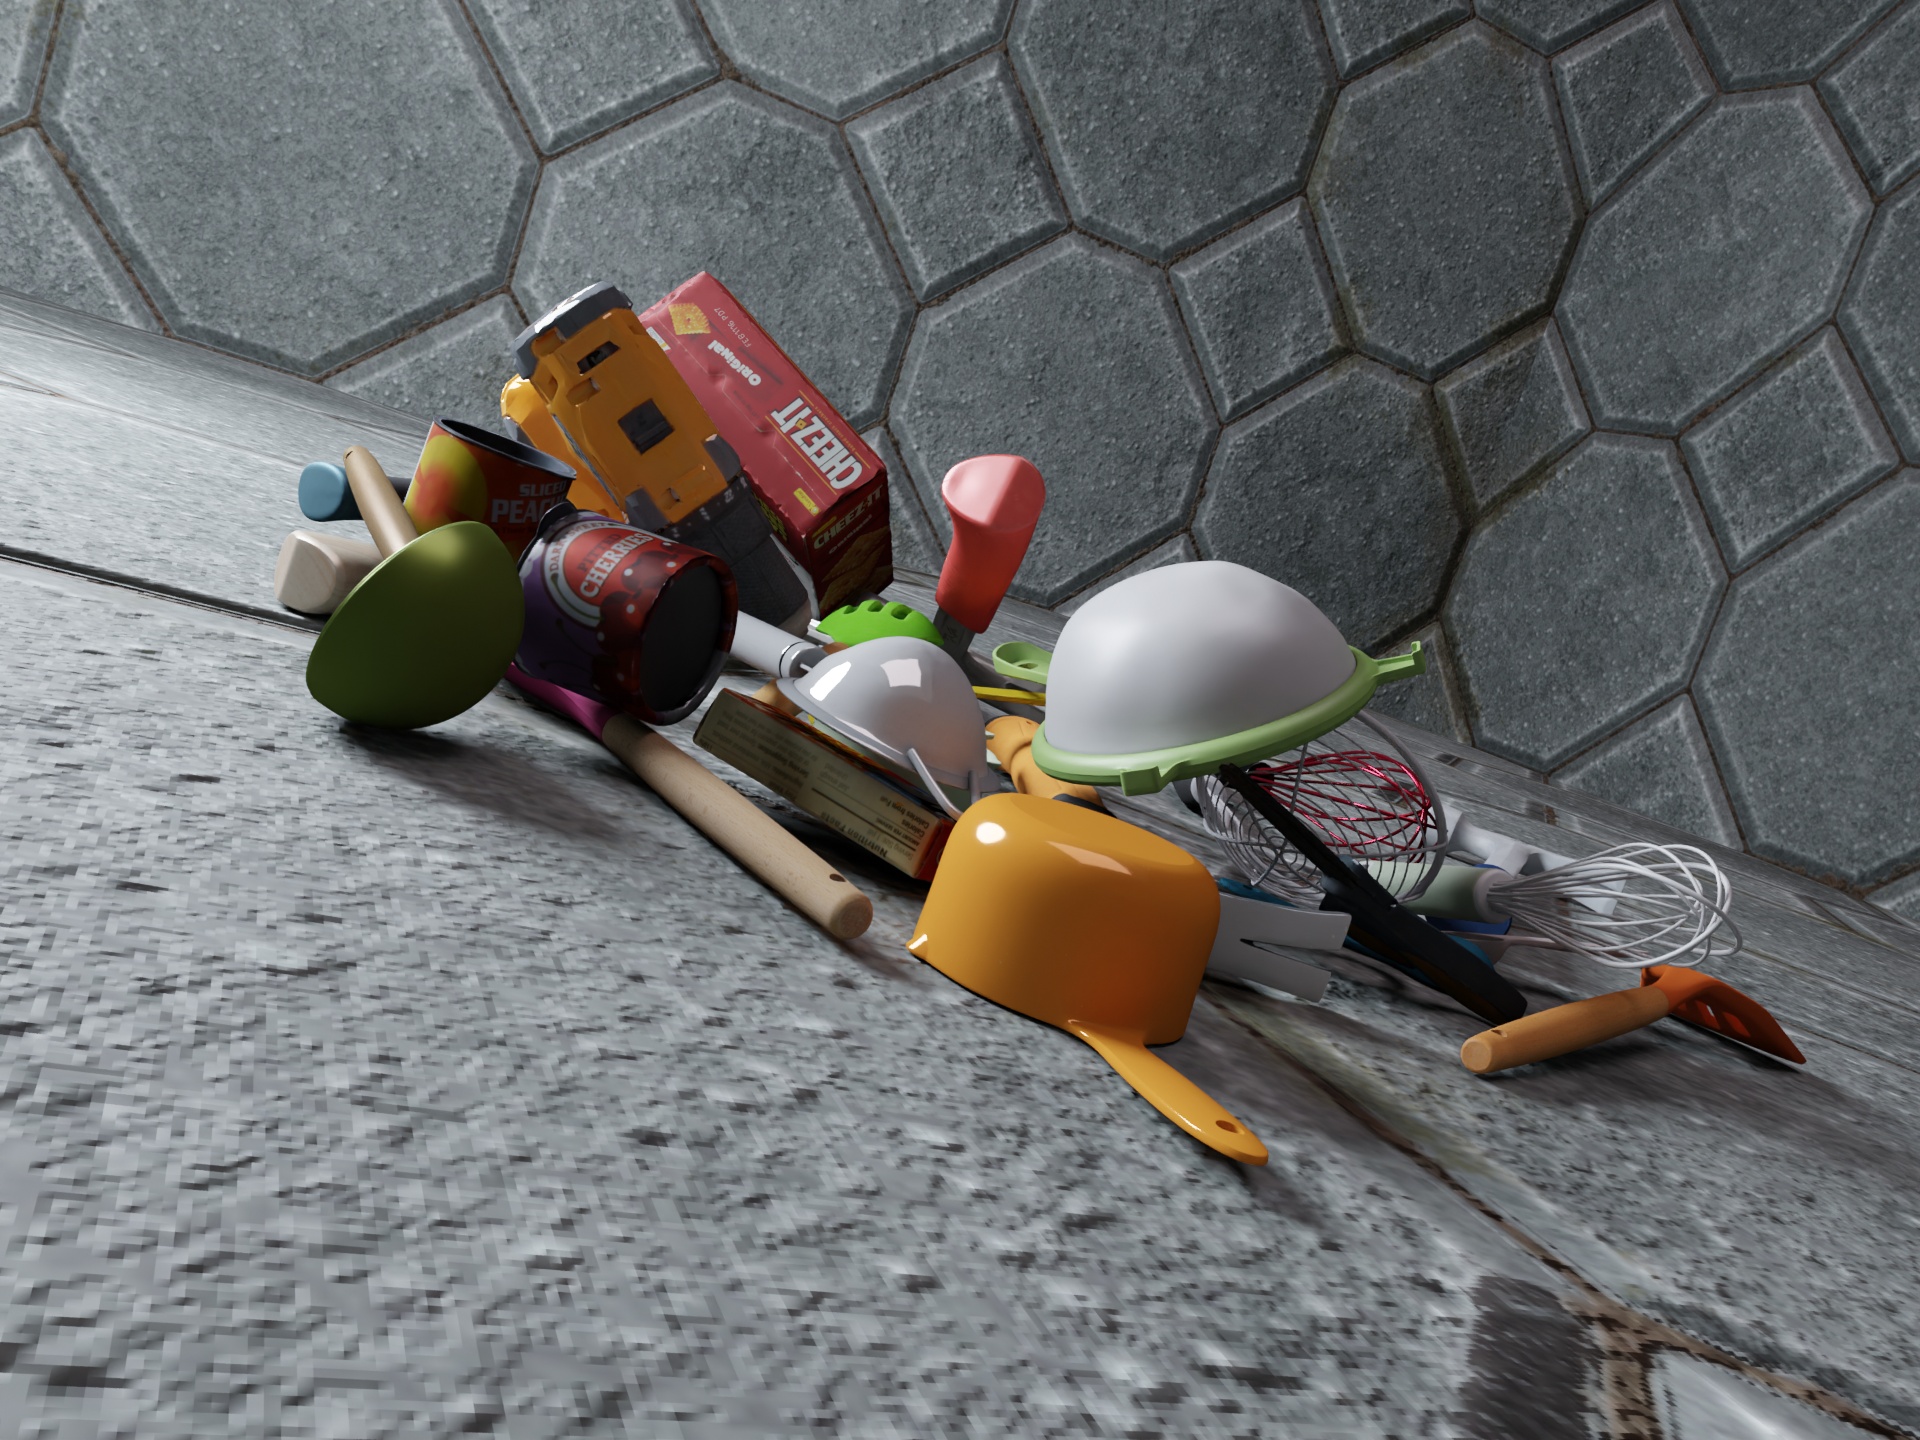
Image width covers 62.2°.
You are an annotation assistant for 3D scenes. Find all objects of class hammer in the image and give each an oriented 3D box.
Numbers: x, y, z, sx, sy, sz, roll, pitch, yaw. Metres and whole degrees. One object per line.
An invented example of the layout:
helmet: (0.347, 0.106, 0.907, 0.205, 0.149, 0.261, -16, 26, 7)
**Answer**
hammer: (-0.193, -0.060, 0.848, 0.146, 0.038, 0.410, 22, 8, 18)
hammer: (0.013, -0.065, 0.871, 0.149, 0.037, 0.359, 26, -11, -1)
hammer: (0.058, 0.042, 0.711, 0.127, 0.034, 0.337, 16, 7, -9)
hammer: (0.335, 0.098, 0.978, 0.144, 0.035, 0.405, 21, 8, 21)
hammer: (-0.261, -0.122, 0.941, 0.128, 0.033, 0.331, 8, 6, 21)

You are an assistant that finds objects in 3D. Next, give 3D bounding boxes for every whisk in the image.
whisk: (0.202, 0.042, 1.012, 0.073, 0.073, 0.296, 15, 1, -25)
whisk: (0.244, 0.079, 0.705, 0.059, 0.058, 0.246, 39, -14, -13)

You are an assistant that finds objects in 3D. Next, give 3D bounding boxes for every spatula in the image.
spatula: (0.280, 0.130, 0.667, 0.081, 0.041, 0.322, 22, 12, 39)

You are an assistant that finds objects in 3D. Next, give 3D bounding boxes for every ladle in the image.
ladle: (-0.228, -0.075, 0.622, 0.062, 0.078, 0.320, 42, -1, -34)

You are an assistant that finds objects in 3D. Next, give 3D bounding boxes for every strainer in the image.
strainer: (-0.056, -0.021, 0.610, 0.086, 0.050, 0.259, 21, 2, -35)
strainer: (0.073, -0.038, 0.723, 0.151, 0.069, 0.256, -22, 17, -21)

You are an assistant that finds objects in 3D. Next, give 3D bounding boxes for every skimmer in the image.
skimmer: (0.166, 0.029, 0.867, 0.127, 0.090, 0.363, 48, 4, -2)

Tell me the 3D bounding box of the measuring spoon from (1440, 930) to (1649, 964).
measuring spoon: (0.272, 0.111, 0.741, 0.124, 0.018, 0.034, 7, -2, -22)

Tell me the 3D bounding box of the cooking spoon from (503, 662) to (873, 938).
cooking spoon: (-0.114, 0.012, 0.574, 0.068, 0.017, 0.319, 15, 8, -36)

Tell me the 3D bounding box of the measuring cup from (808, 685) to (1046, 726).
measuring cup: (-0.001, -0.003, 0.809, 0.156, 0.029, 0.062, 5, 11, -13)

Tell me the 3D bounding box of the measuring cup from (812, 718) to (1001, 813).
measuring cup: (-0.015, 0.020, 0.694, 0.083, 0.038, 0.167, 20, 5, 14)

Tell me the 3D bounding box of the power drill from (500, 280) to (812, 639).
power drill: (-0.154, -0.121, 0.807, 0.185, 0.084, 0.226, 55, -10, -17)

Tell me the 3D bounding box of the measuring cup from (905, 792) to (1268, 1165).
measuring cup: (0.048, 0.064, 0.443, 0.095, 0.052, 0.174, 16, 6, -20)

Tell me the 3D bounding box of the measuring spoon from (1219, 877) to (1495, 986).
measuring spoon: (0.176, 0.089, 0.702, 0.129, 0.021, 0.042, 23, 8, 22)

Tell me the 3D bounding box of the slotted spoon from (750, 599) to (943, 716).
slotted spoon: (-0.061, -0.026, 0.753, 0.070, 0.031, 0.314, 5, 12, 8)
